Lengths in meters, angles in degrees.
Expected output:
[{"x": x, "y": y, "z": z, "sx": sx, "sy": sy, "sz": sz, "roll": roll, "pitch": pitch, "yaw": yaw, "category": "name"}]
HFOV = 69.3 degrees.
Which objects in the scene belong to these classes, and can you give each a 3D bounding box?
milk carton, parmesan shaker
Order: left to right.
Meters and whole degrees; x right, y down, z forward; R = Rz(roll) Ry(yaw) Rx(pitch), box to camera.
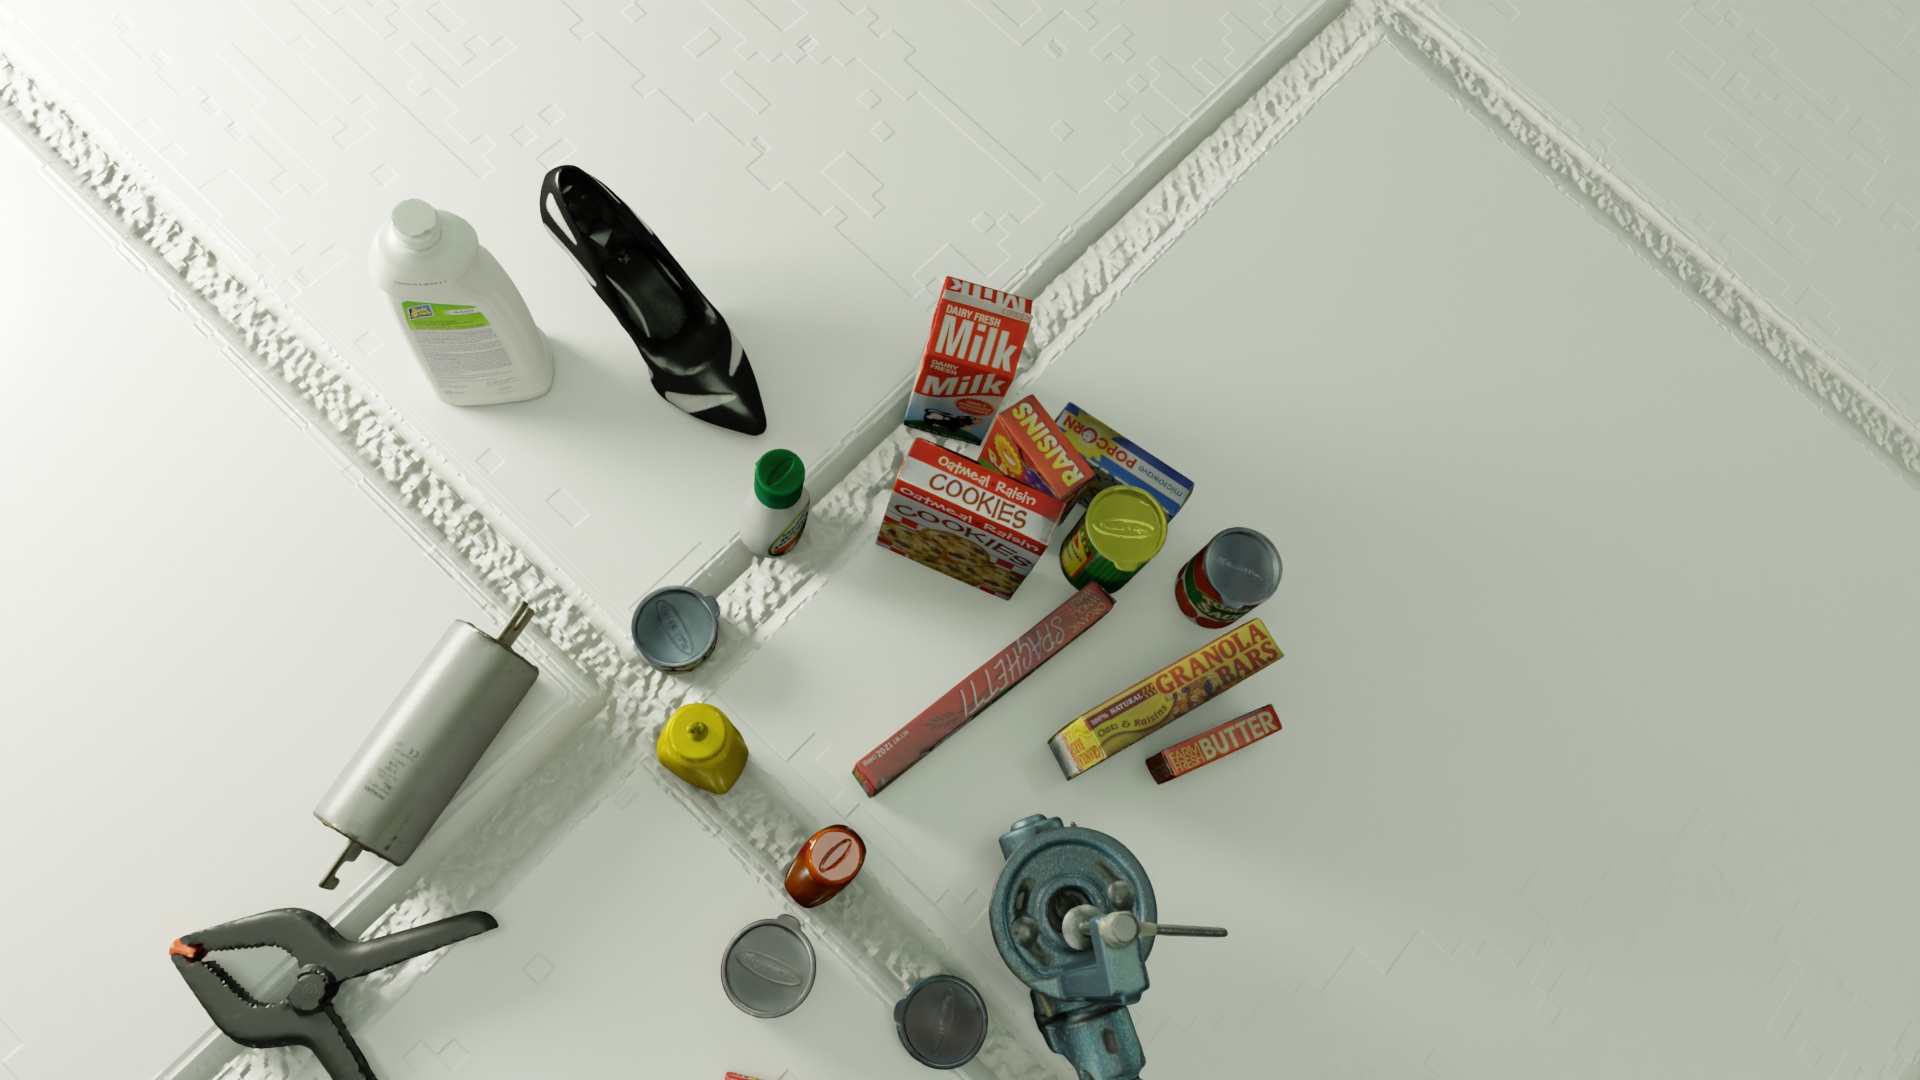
[{"x": 0.007, "y": -0.149, "z": 1.119, "sx": 0.072, "sy": 0.190, "sz": 0.073, "roll": 15, "pitch": 71, "yaw": -4, "category": "milk carton"}, {"x": 0.122, "y": 0.005, "z": 1.134, "sx": 0.071, "sy": 0.102, "sz": 0.071, "roll": 3, "pitch": 72, "yaw": -8, "category": "parmesan shaker"}]

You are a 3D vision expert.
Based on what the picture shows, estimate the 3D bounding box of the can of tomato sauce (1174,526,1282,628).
[{"x": 0.220, "y": 0.034, "z": 1.152, "sx": 0.071, "sy": 0.083, "sz": 0.071, "roll": 3, "pitch": 72, "yaw": -8, "category": "can of tomato sauce"}]

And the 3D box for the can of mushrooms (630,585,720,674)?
[{"x": -0.222, "y": 0.070, "z": 1.094, "sx": 0.071, "sy": 0.033, "sz": 0.071, "roll": 3, "pitch": 72, "yaw": -8, "category": "can of mushrooms"}]

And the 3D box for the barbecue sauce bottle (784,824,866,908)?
[{"x": -0.095, "y": 0.232, "z": 1.002, "sx": 0.065, "sy": 0.148, "sz": 0.044, "roll": -42, "pitch": 83, "yaw": -18, "category": "barbecue sauce bottle"}]

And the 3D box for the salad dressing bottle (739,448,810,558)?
[{"x": -0.143, "y": -0.029, "z": 1.079, "sx": 0.044, "sy": 0.147, "sz": 0.064, "roll": 38, "pitch": 71, "yaw": 4, "category": "salad dressing bottle"}]

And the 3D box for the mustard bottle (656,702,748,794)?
[{"x": -0.188, "y": 0.147, "z": 1.008, "sx": 0.065, "sy": 0.159, "sz": 0.049, "roll": 28, "pitch": 71, "yaw": 0, "category": "mustard bottle"}]

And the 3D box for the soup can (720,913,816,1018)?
[{"x": -0.138, "y": 0.307, "z": 1.005, "sx": 0.071, "sy": 0.083, "sz": 0.071, "roll": 3, "pitch": 72, "yaw": -8, "category": "soup can"}]

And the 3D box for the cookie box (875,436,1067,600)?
[{"x": 0.004, "y": -0.014, "z": 1.087, "sx": 0.123, "sy": 0.167, "sz": 0.040, "roll": 24, "pitch": 71, "yaw": -1, "category": "cookie box"}]

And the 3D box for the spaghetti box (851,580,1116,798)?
[{"x": 0.020, "y": 0.117, "z": 1.110, "sx": 0.251, "sy": 0.050, "sz": 0.029, "roll": -36, "pitch": 81, "yaw": -18, "category": "spaghetti box"}]

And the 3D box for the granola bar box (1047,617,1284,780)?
[{"x": 0.157, "y": 0.125, "z": 1.090, "sx": 0.166, "sy": 0.123, "sz": 0.039, "roll": -27, "pitch": 79, "yaw": -16, "category": "granola bar box"}]

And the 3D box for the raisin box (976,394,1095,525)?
[{"x": 0.057, "y": -0.056, "z": 1.133, "sx": 0.040, "sy": 0.123, "sz": 0.086, "roll": -33, "pitch": 81, "yaw": -17, "category": "raisin box"}]

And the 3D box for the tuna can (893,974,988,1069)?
[{"x": -0.017, "y": 0.358, "z": 1.035, "sx": 0.071, "sy": 0.032, "sz": 0.071, "roll": 3, "pitch": 72, "yaw": -8, "category": "tuna can"}]

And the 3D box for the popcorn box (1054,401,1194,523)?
[{"x": 0.124, "y": -0.054, "z": 1.163, "sx": 0.127, "sy": 0.085, "sz": 0.038, "roll": 33, "pitch": 71, "yaw": 2, "category": "popcorn box"}]

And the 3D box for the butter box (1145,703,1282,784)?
[{"x": 0.204, "y": 0.165, "z": 1.123, "sx": 0.104, "sy": 0.053, "sz": 0.024, "roll": -21, "pitch": 77, "yaw": -15, "category": "butter box"}]
